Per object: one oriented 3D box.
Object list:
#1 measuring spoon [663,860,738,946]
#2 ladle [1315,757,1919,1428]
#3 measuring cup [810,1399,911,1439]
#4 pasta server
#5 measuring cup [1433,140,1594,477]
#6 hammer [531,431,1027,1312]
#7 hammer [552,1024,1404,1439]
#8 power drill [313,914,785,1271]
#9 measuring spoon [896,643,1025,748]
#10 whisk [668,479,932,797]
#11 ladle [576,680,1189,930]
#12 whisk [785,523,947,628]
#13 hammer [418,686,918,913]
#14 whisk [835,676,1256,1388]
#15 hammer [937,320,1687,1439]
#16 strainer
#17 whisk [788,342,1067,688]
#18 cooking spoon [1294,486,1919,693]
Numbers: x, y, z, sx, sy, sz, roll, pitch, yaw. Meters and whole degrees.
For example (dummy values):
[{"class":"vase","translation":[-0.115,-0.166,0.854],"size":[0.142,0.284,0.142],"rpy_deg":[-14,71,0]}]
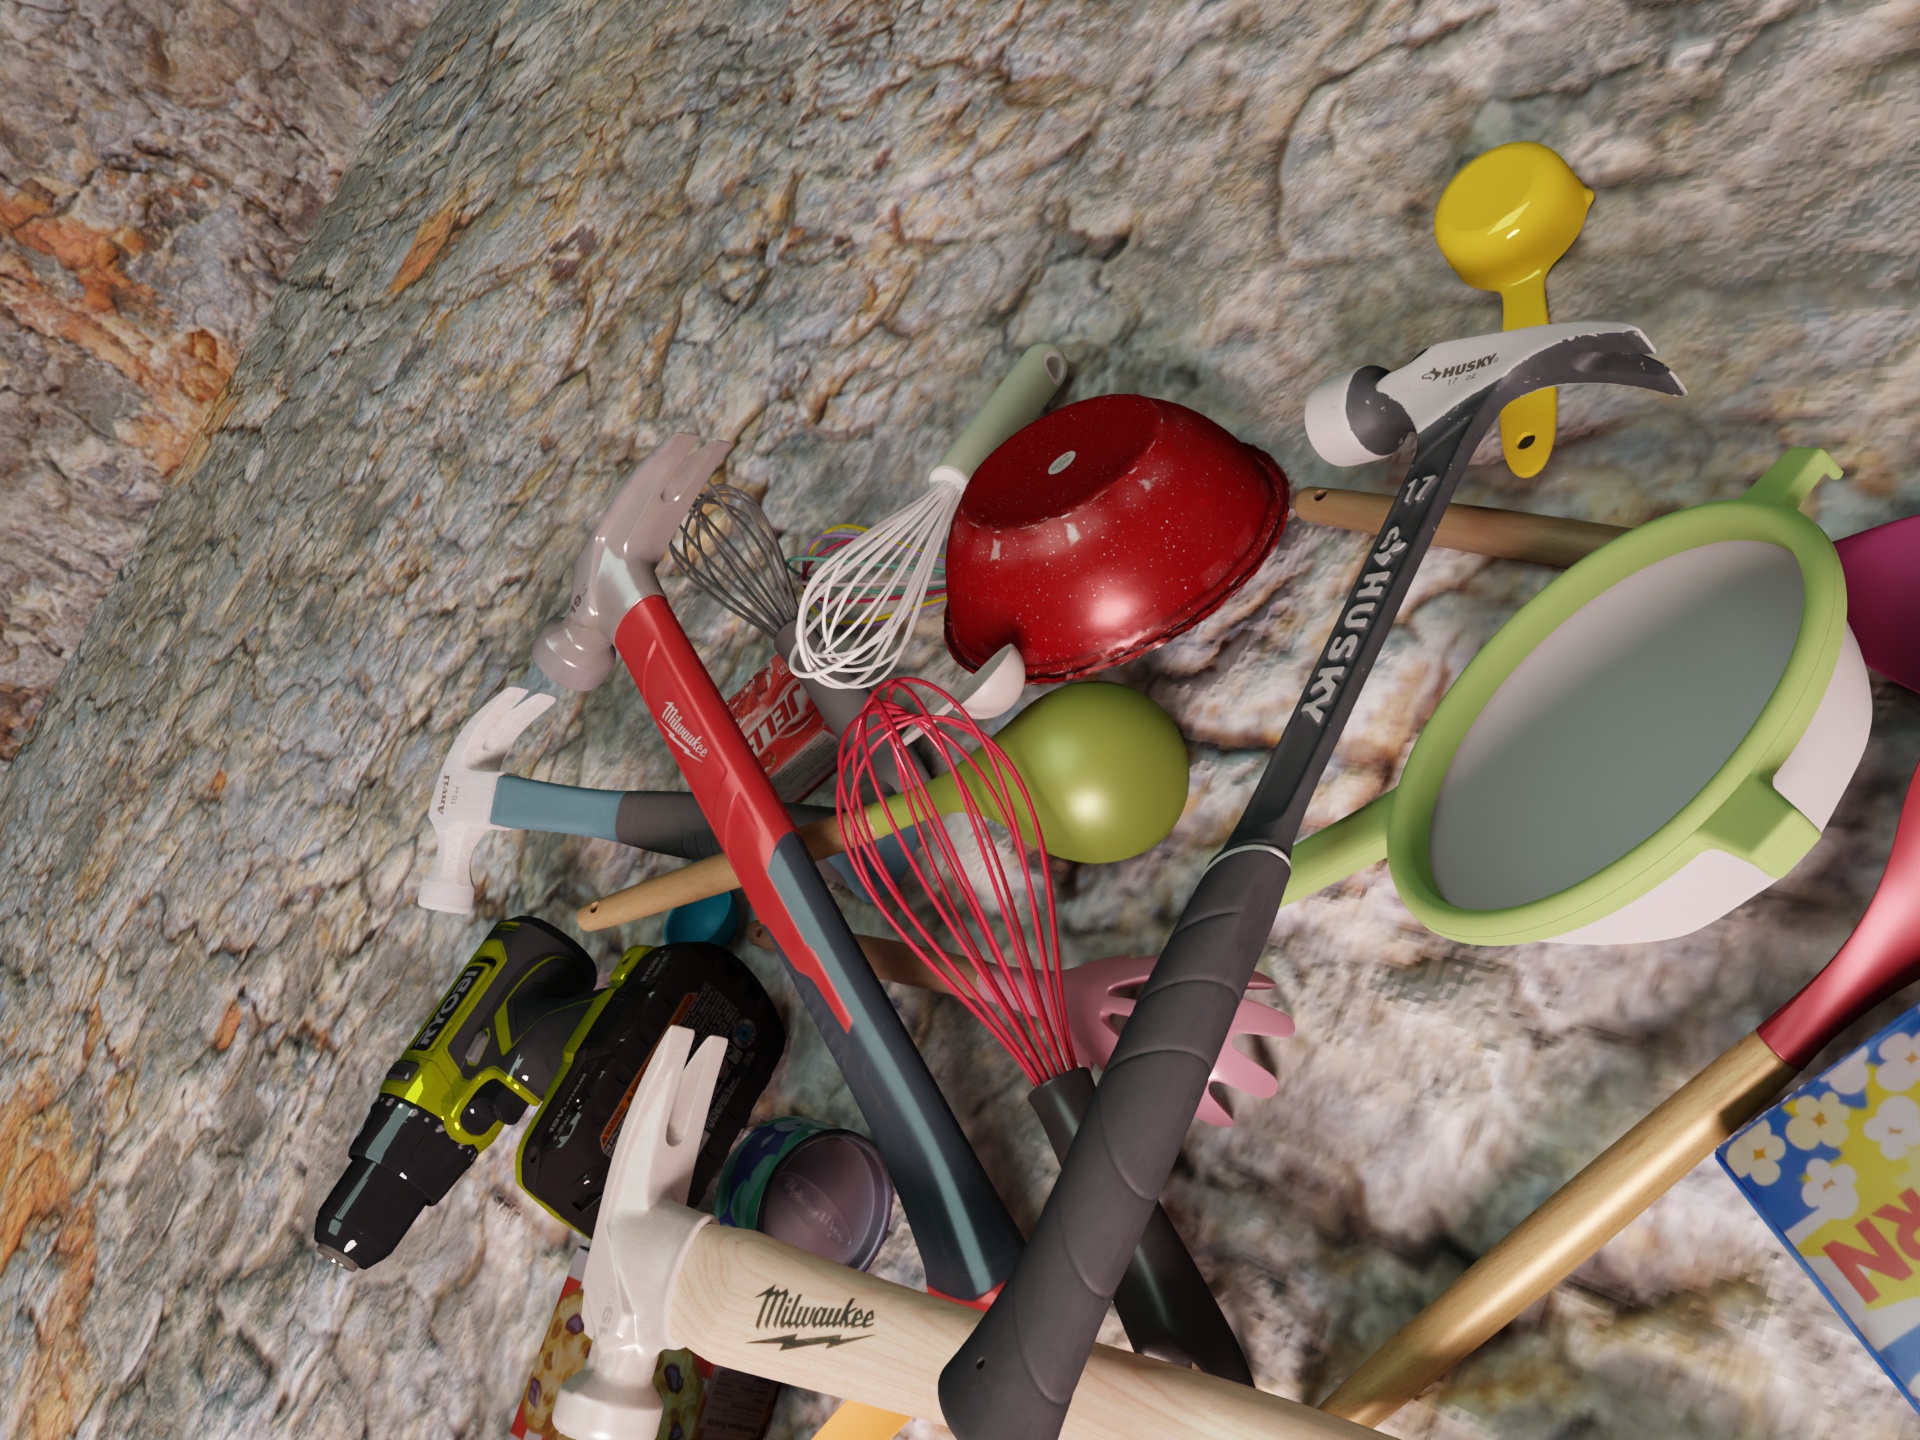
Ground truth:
[{"class":"measuring spoon","translation":[-0.127,0.074,0.834],"size":[0.042,0.021,0.129],"rpy_deg":[-23,39,21]},{"class":"ladle","translation":[0.198,0.104,0.426],"size":[0.315,0.069,0.031],"rpy_deg":[-50,8,18]},{"class":"measuring cup","translation":[-0.064,0.289,0.583],"size":[0.173,0.052,0.095],"rpy_deg":[-40,71,-19]},{"class":"pasta server","translation":[0.002,0.108,0.659],"size":[0.316,0.040,0.060],"rpy_deg":[0,65,52]},{"class":"measuring cup","translation":[0.210,-0.161,0.609],"size":[0.062,0.029,0.157],"rpy_deg":[-19,50,39]},{"class":"hammer","translation":[-0.065,0.055,0.642],"size":[0.143,0.038,0.387],"rpy_deg":[-51,57,29]},{"class":"hammer","translation":[0.039,0.195,0.476],"size":[0.411,0.038,0.146],"rpy_deg":[3,74,36]},{"class":"power drill","translation":[-0.207,0.183,0.765],"size":[0.228,0.080,0.191],"rpy_deg":[-9,42,45]},{"class":"measuring spoon","translation":[-0.001,-0.002,0.661],"size":[0.034,0.018,0.124],"rpy_deg":[-51,7,-23]},{"class":"whisk","translation":[-0.082,-0.043,0.790],"size":[0.055,0.055,0.239],"rpy_deg":[-47,60,14]},{"class":"ladle","translation":[-0.047,0.055,0.694],"size":[0.320,0.062,0.078],"rpy_deg":[-20,50,32]},{"class":"whisk","translation":[-0.003,-0.074,0.776],"size":[0.245,0.051,0.047],"rpy_deg":[5,63,46]},{"class":"hammer","translation":[-0.160,0.052,0.814],"size":[0.331,0.033,0.128],"rpy_deg":[4,82,36]},{"class":"whisk","translation":[0.026,0.108,0.550],"size":[0.073,0.073,0.296],"rpy_deg":[-38,62,24]},{"class":"hammer","translation":[0.101,0.032,0.495],"size":[0.149,0.036,0.409],"rpy_deg":[-7,50,57]},{"class":"strainer","translation":[0.173,0.036,0.494],"size":[0.256,0.069,0.152],"rpy_deg":[-39,18,51]},{"class":"whisk","translation":[-0.008,-0.104,0.749],"size":[0.059,0.057,0.246],"rpy_deg":[-7,39,43]},{"class":"cooking spoon","translation":[0.231,-0.053,0.521],"size":[0.319,0.017,0.069],"rpy_deg":[21,76,52]}]
